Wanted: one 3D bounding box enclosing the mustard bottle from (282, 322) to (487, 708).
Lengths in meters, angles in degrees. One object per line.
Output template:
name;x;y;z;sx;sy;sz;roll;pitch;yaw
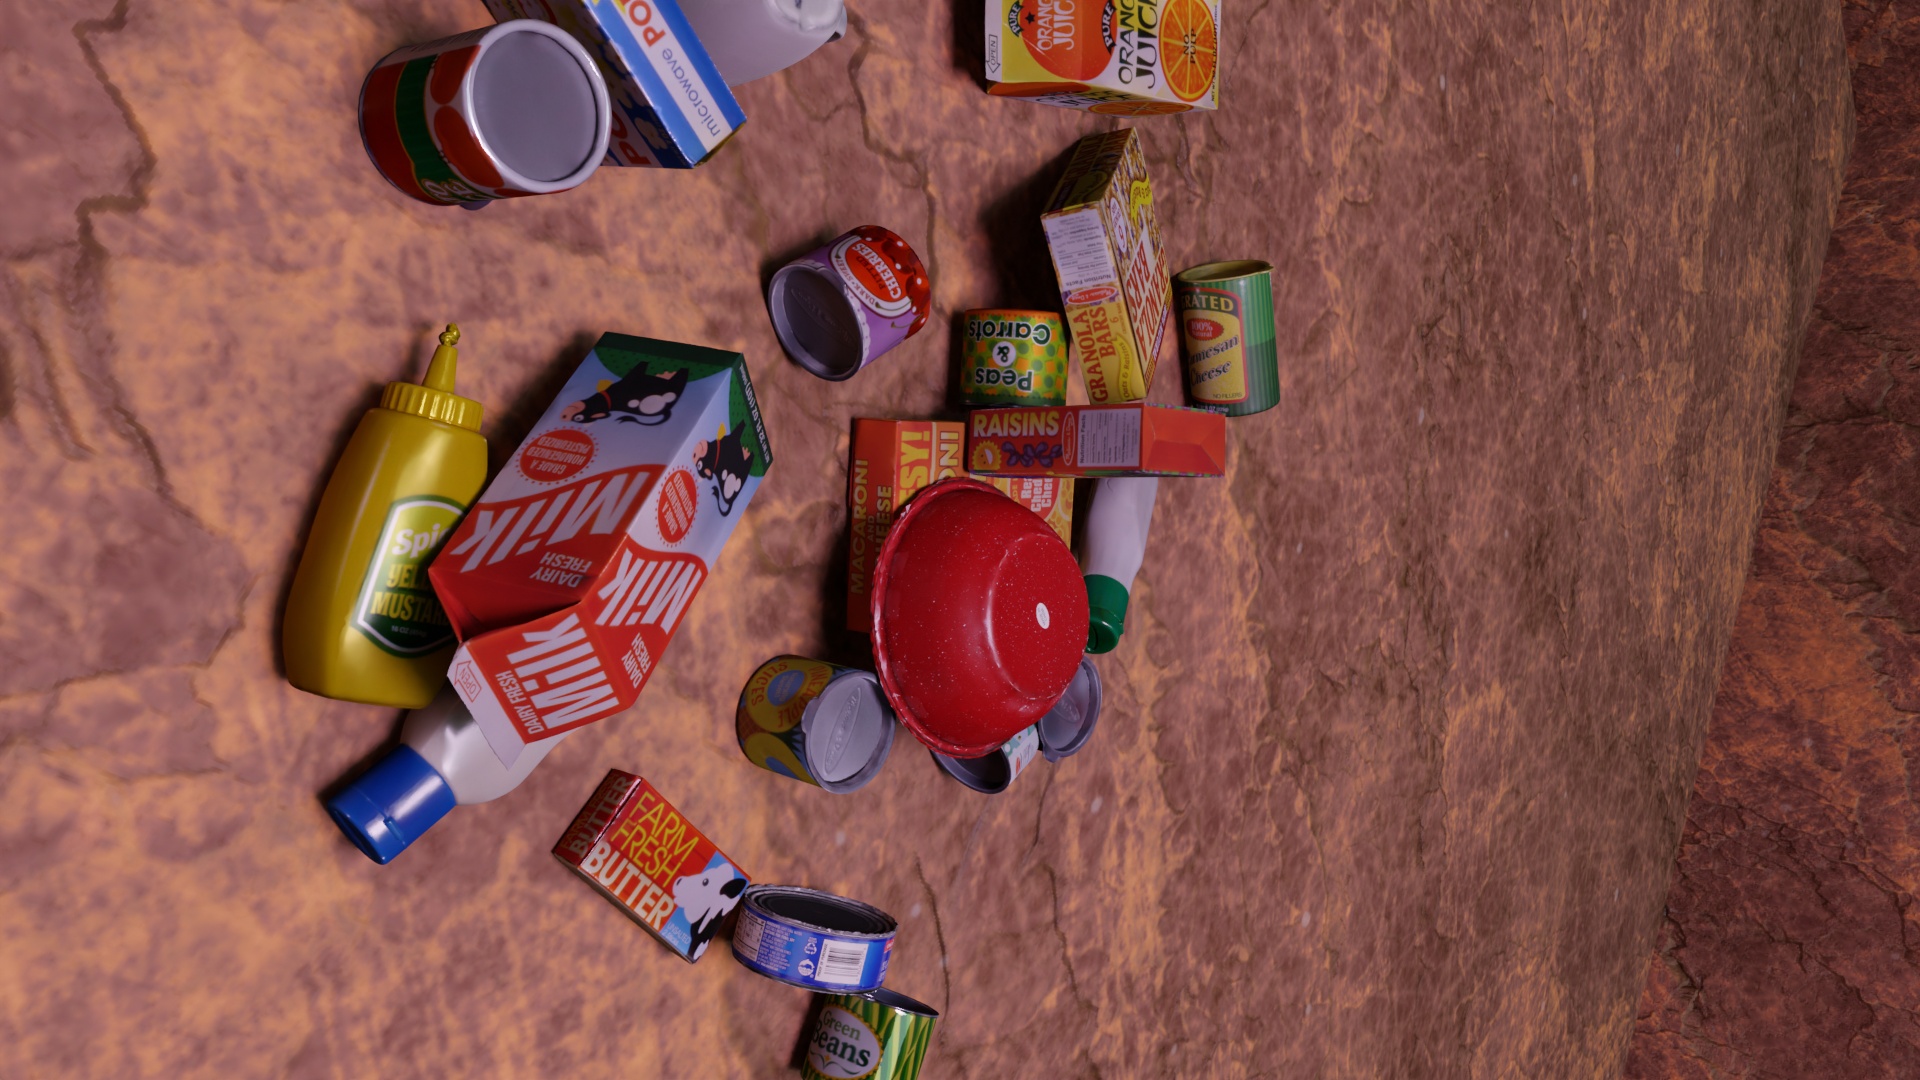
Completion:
mustard bottle;-0.228;-0.013;0.570;0.065;0.049;0.160;17;83;-54

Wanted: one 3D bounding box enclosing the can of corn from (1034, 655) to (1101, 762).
can of corn;0.047;0.103;0.895;0.071;0.058;0.071;-11;104;-48

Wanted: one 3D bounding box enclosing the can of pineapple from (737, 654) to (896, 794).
can of pineapple;-0.079;0.097;0.750;0.071;0.058;0.071;-10;103;-48

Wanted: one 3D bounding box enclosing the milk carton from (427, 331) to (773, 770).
milk carton;-0.155;0.001;0.591;0.072;0.073;0.191;81;25;-48

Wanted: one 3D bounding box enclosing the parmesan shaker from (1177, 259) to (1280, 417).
parmesan shaker;0.200;-0.148;1.019;0.071;0.071;0.102;-29;117;-43

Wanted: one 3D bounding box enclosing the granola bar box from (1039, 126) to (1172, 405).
granola bar box;0.097;-0.175;0.870;0.166;0.039;0.123;-67;144;-56

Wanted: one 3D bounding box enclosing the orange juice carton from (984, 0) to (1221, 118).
orange juice carton;0.078;-0.308;0.854;0.193;0.073;0.071;-10;104;-47

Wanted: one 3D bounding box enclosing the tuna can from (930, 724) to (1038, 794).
tuna can;0.011;0.118;0.853;0.033;0.071;0.070;-41;125;-38

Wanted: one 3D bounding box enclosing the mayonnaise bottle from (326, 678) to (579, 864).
mayonnaise bottle;-0.207;0.079;0.616;0.149;0.041;0.064;-44;126;-34

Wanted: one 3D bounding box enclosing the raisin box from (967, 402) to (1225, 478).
raisin box;0.077;-0.055;0.793;0.086;0.123;0.040;-1;93;-49

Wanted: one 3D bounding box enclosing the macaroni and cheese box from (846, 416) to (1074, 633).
macaroni and cheese box;0.003;-0.011;0.840;0.167;0.040;0.123;-3;97;-49

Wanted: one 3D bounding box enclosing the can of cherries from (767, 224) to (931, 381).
can of cherries;-0.056;-0.127;0.731;0.059;0.071;0.071;-39;124;-38

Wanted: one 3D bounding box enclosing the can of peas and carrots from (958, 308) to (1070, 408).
can of peas and carrots;0.032;-0.108;0.837;0.071;0.071;0.058;-2;97;-49

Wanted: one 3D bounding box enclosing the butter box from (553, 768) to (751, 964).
butter box;-0.153;0.165;0.702;0.053;0.024;0.103;-56;133;-26

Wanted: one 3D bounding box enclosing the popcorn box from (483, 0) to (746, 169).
popcorn box;-0.156;-0.220;0.590;0.038;0.085;0.126;-49;130;-21

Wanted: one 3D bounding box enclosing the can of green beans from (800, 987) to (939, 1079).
can of green beans;-0.053;0.292;0.805;0.071;0.071;0.058;32;73;-46

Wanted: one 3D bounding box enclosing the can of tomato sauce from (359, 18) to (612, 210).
can of tomato sauce;-0.191;-0.169;0.562;0.071;0.083;0.071;-10;103;-47

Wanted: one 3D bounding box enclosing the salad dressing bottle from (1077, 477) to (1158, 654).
salad dressing bottle;0.098;0.007;0.914;0.064;0.044;0.148;79;21;-45
